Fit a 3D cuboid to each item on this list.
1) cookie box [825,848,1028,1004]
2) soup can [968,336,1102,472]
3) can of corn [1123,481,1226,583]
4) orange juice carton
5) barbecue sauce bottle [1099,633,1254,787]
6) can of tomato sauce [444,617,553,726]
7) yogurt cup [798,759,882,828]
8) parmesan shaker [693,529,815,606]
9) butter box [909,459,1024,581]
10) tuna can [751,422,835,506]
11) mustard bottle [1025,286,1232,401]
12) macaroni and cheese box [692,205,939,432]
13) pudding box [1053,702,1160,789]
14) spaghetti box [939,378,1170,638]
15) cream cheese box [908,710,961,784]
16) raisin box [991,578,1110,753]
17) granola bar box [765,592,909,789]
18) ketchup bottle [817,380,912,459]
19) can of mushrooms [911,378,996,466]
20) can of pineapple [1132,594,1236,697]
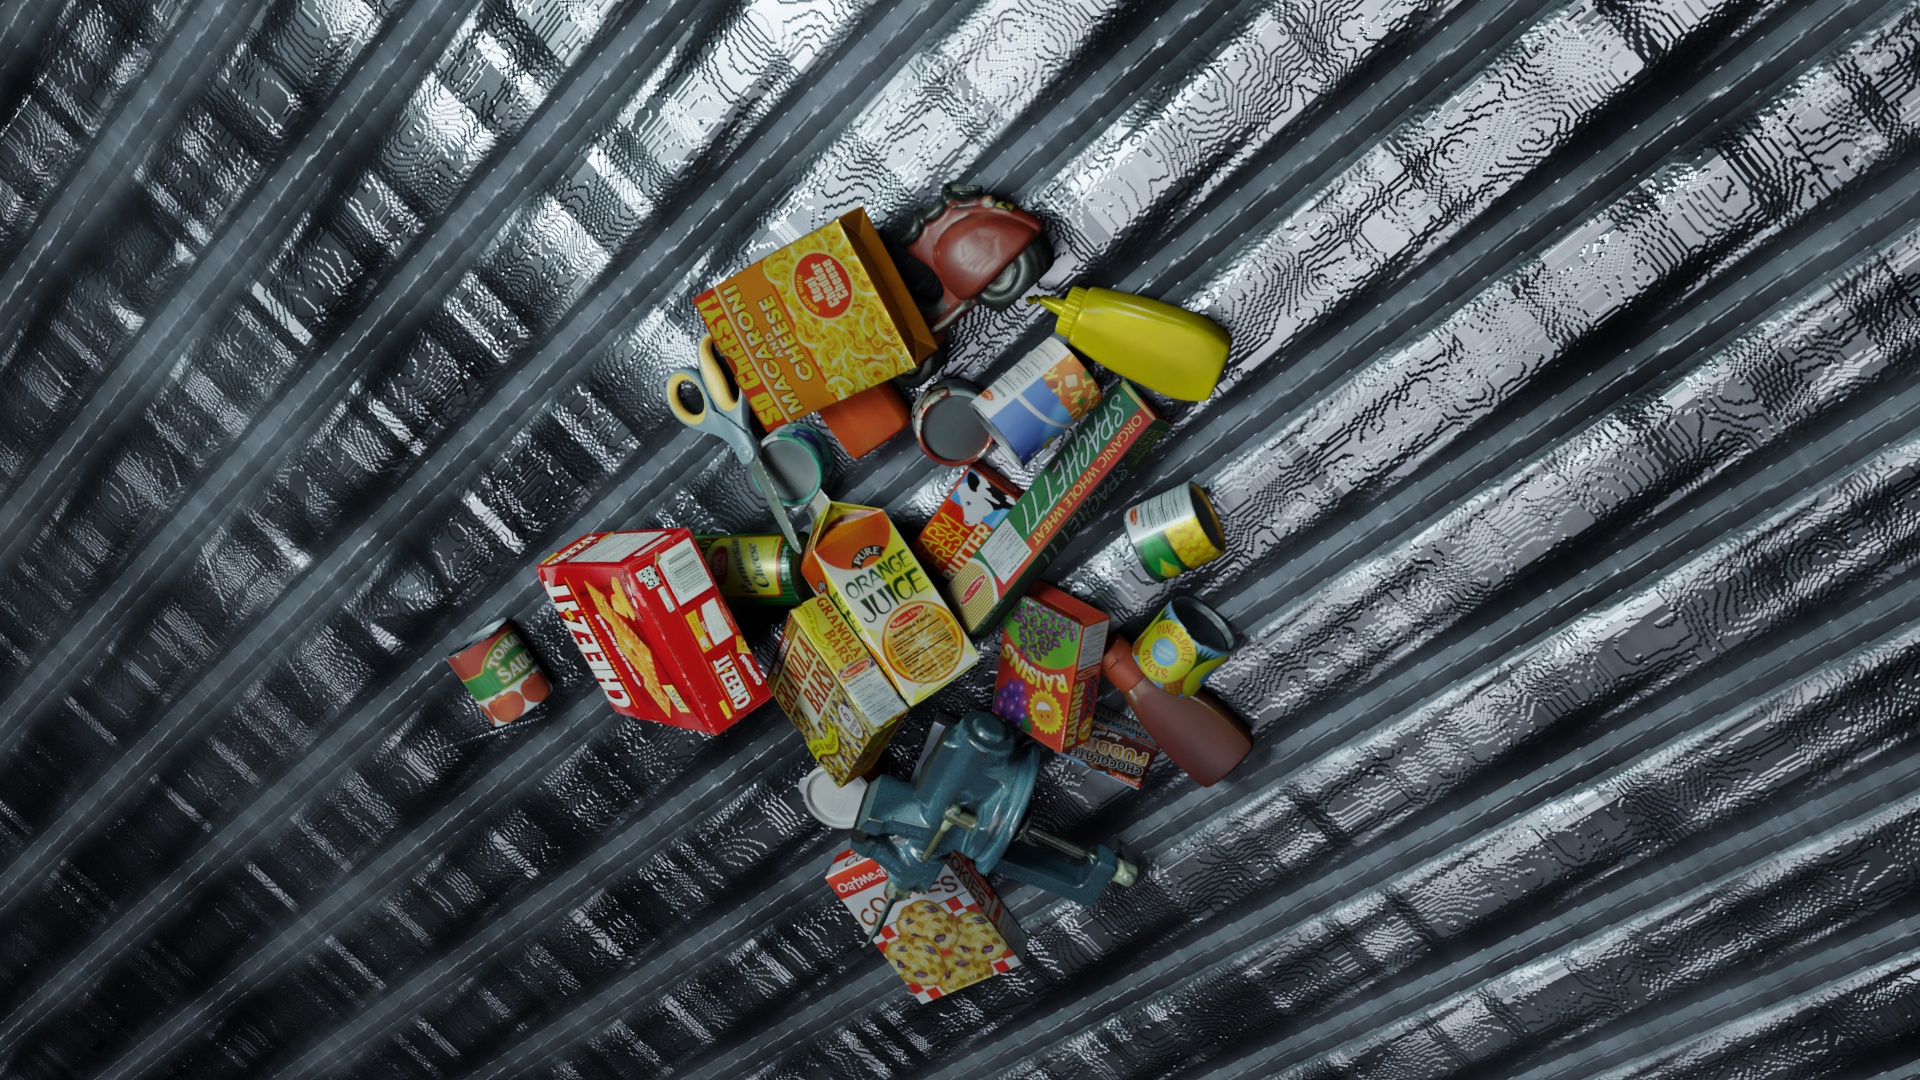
[{"bbox_3d":[-0.032,0.354,1.336,0.122,0.040,0.167,-29,104,24],"label":"cookie box"},{"bbox_3d":[0.060,-0.106,1.083,0.084,0.071,0.071,-40,99,-1],"label":"soup can"},{"bbox_3d":[0.174,-0.005,1.112,0.058,0.071,0.071,-26,104,23],"label":"can of corn"},{"bbox_3d":[-0.071,0.044,1.166,0.193,0.073,0.071,56,160,5],"label":"orange juice carton"},{"bbox_3d":[0.177,0.141,1.185,0.148,0.044,0.064,42,109,-5],"label":"barbecue sauce bottle"},{"bbox_3d":[-0.441,0.126,1.333,0.071,0.071,0.083,-24,105,23],"label":"can of tomato sauce"},{"bbox_3d":[-0.106,0.225,1.292,0.072,0.054,0.072,6,114,13],"label":"yogurt cup"},{"bbox_3d":[-0.184,0.023,1.221,0.103,0.071,0.071,-2,112,16],"label":"parmesan shaker"},{"bbox_3d":[0.004,-0.015,1.176,0.053,0.024,0.103,35,117,-2],"label":"butter box"},{"bbox_3d":[-0.142,-0.063,1.190,0.071,0.033,0.070,6,114,13],"label":"tuna can"},{"bbox_3d":[0.126,-0.161,1.066,0.160,0.049,0.065,23,117,5],"label":"mustard bottle"},{"bbox_3d":[-0.115,-0.167,1.073,0.166,0.040,0.123,-19,106,36],"label":"macaroni and cheese box"},{"bbox_3d":[0.129,0.178,1.222,0.084,0.030,0.049,24,117,4],"label":"pudding box"},{"bbox_3d":[0.073,-0.022,1.129,0.249,0.029,0.050,-50,56,22],"label":"spaghetti box"},{"bbox_3d":[-0.014,0.211,1.278,0.053,0.024,0.103,24,116,6],"label":"cream cheese box"},{"bbox_3d":[0.075,0.106,1.179,0.086,0.040,0.122,26,119,38],"label":"raisin box"},{"bbox_3d":[-0.111,0.133,1.194,0.124,0.039,0.164,54,153,13],"label":"granola bar box"},{"bbox_3d":[-0.106,-0.141,1.140,0.064,0.044,0.148,-32,101,29],"label":"ketchup bottle"},{"bbox_3d":[-0.006,-0.093,1.127,0.071,0.033,0.070,-4,112,-9],"label":"can of mushrooms"},{"bbox_3d":[0.183,0.088,1.146,0.071,0.071,0.057,35,117,-2],"label":"can of pineapple"}]
